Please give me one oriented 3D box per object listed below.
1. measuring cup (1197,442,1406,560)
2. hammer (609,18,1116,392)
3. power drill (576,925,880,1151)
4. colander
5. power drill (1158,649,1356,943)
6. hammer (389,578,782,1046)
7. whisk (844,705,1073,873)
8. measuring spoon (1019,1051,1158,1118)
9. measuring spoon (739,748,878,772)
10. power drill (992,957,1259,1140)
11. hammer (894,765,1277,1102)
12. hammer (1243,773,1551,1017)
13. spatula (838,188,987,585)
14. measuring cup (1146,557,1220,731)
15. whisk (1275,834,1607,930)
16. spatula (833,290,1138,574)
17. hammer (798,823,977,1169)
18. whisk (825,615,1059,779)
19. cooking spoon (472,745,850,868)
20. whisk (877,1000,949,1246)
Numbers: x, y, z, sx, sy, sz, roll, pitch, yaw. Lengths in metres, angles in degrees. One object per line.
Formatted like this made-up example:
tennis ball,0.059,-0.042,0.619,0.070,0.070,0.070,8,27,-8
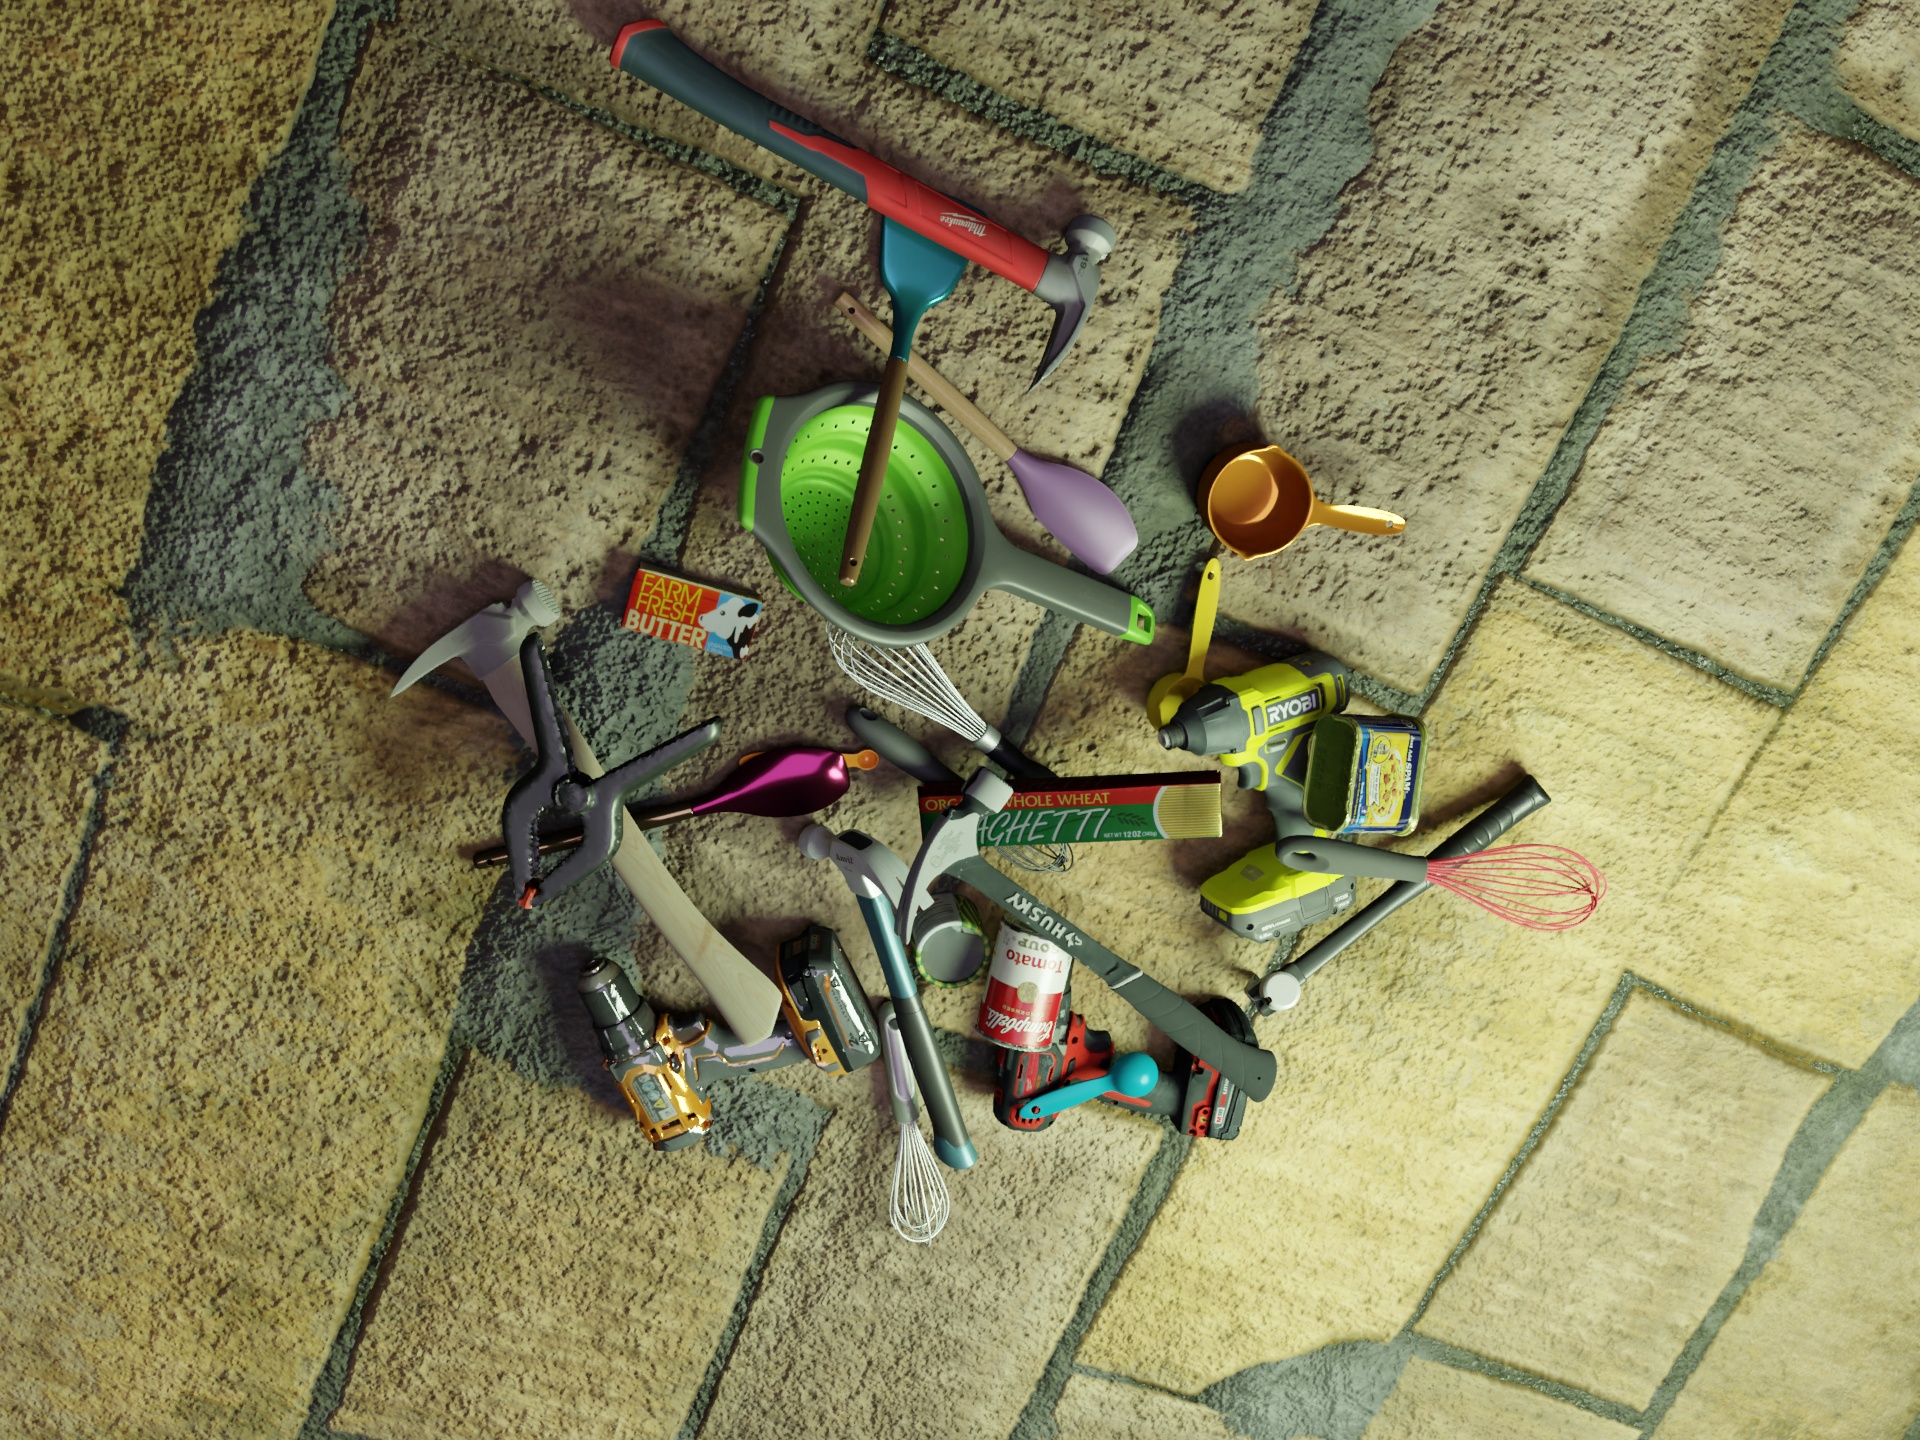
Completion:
measuring cup,0.277,-0.177,1.303,0.173,0.052,0.095,7,108,-13
hammer,-0.077,-0.384,1.158,0.386,0.038,0.143,25,75,-13
power drill,-0.204,0.255,1.369,0.226,0.084,0.185,-23,109,4
colander,-0.017,-0.125,1.255,0.396,0.094,0.205,19,68,-32
power drill,0.256,0.067,1.359,0.171,0.080,0.223,-18,110,-19
hammer,-0.283,0.096,1.277,0.146,0.038,0.410,-32,99,5
whisk,0.001,0.058,1.348,0.239,0.055,0.055,36,101,-14
measuring spoon,0.113,0.329,1.396,0.128,0.021,0.042,-20,105,2
measuring spoon,-0.127,0.032,1.337,0.117,0.011,0.021,-2,119,-5
power drill,0.148,0.286,1.435,0.226,0.080,0.188,7,105,-7
hammer,0.120,0.209,1.320,0.408,0.036,0.149,38,87,-23
hammer,0.391,0.155,1.417,0.335,0.146,0.035,-36,79,-7
spatula,-0.050,-0.247,1.172,0.082,0.044,0.318,16,70,-15
measuring cup,0.193,-0.061,1.345,0.062,0.029,0.156,6,98,-33
whisk,0.406,0.129,1.339,0.295,0.073,0.073,9,108,-8
spatula,0.023,-0.230,1.261,0.315,0.018,0.059,39,106,-20
hammer,-0.046,0.243,1.363,0.033,0.128,0.330,-31,115,-34
whisk,-0.002,-0.005,1.321,0.284,0.070,0.070,39,100,-24
cooking spoon,-0.249,0.080,1.327,0.319,0.017,0.068,-14,120,-3
whisk,-0.048,0.368,1.448,0.058,0.059,0.246,-12,106,-16
